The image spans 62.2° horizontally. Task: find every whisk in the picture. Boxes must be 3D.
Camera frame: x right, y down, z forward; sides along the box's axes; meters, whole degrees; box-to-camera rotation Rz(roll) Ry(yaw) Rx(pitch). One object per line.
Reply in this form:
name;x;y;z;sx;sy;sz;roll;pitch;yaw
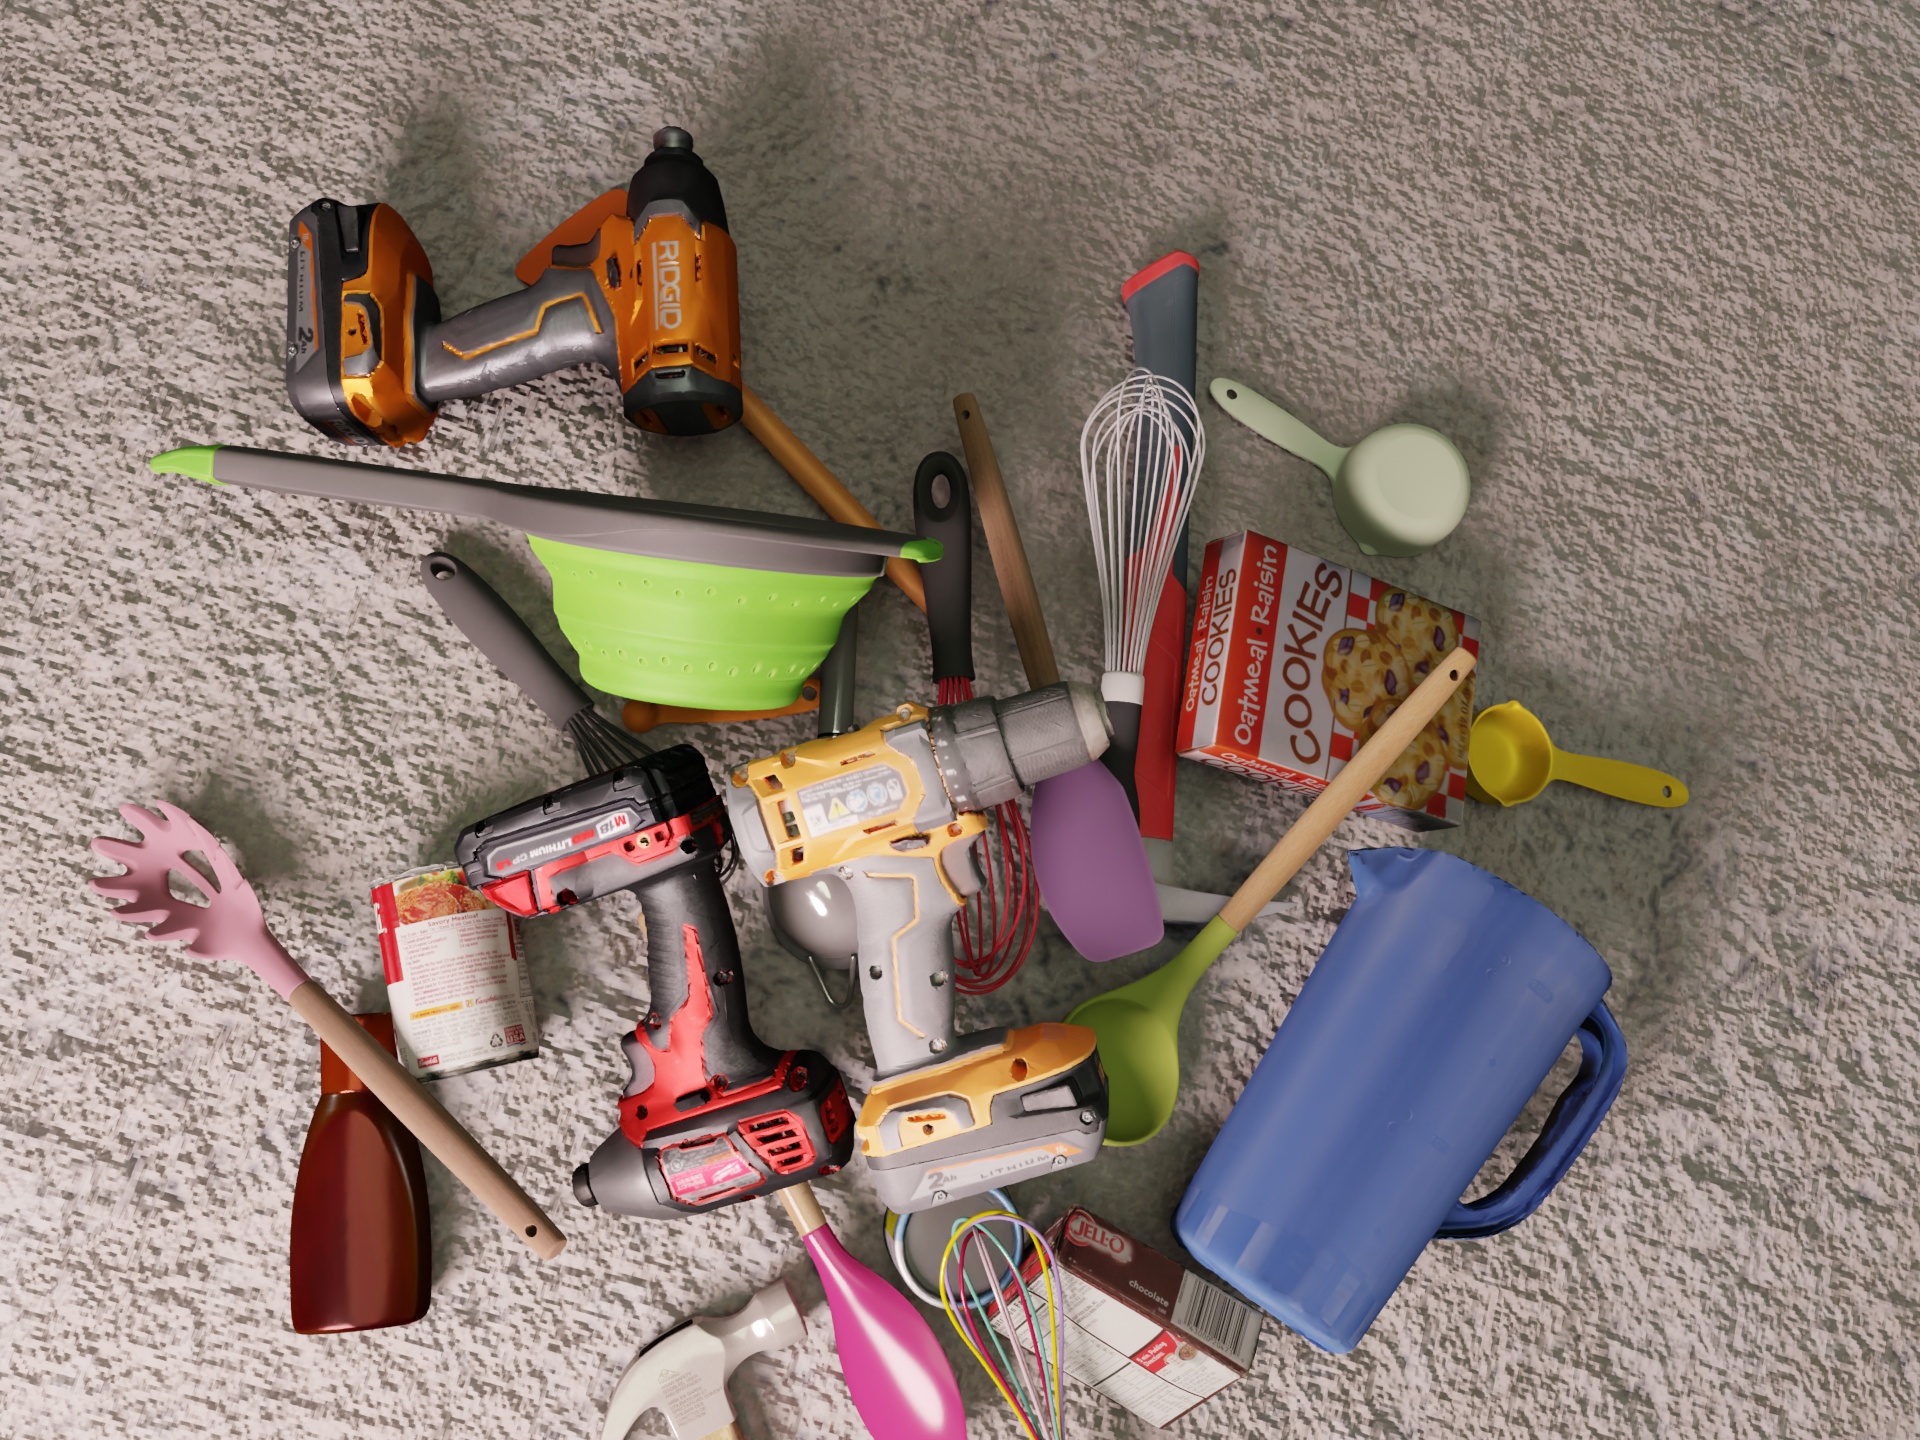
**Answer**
whisk;-0.205;-0.001;0.838;0.055;0.055;0.239;-42;83;-13
whisk;-0.001;-0.003;0.851;0.073;0.073;0.296;-3;79;-9
whisk;0.036;0.340;0.768;0.047;0.051;0.245;-35;115;-47
whisk;0.089;-0.048;0.844;0.070;0.070;0.285;6;84;-7

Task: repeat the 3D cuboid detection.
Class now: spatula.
spatula;0.039;-0.030;0.833;0.060;0.018;0.316;-19;75;18
spatula;-0.114;-0.168;0.893;0.081;0.041;0.322;-44;92;-12

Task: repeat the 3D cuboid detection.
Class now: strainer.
strainer;-0.069;0.021;0.844;0.087;0.050;0.258;-5;74;25

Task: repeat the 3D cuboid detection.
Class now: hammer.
hammer;-0.080;0.455;0.774;0.130;0.031;0.331;-23;84;-12
hammer;0.126;-0.079;0.901;0.143;0.038;0.386;6;79;-8

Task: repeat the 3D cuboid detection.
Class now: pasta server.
pasta server;-0.301;0.146;0.757;0.316;0.040;0.060;37;85;19

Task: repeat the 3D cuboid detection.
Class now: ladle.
ladle;0.159;0.089;0.821;0.078;0.062;0.320;39;95;-11

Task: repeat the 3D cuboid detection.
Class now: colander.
colander;-0.210;-0.070;0.797;0.397;0.204;0.094;8;98;3

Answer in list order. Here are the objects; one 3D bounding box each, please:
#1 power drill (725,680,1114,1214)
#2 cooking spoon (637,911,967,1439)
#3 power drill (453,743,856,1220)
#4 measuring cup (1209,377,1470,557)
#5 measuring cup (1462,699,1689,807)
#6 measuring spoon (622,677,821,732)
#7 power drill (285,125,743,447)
power drill;0.007;0.099;0.761;0.185;0.084;0.226;-18;92;6
cooking spoon;-0.087;0.236;0.810;0.068;0.017;0.319;-36;78;30
power drill;-0.152;0.135;0.772;0.143;0.078;0.219;-20;94;11
measuring cup;0.222;-0.159;0.928;0.167;0.038;0.083;30;77;-4
measuring cup;0.352;0.031;0.924;0.156;0.029;0.062;13;77;-18
measuring spoon;-0.125;-0.010;0.865;0.117;0.011;0.021;-7;81;-10
power drill;-0.229;-0.228;0.839;0.226;0.084;0.164;-4;80;3
